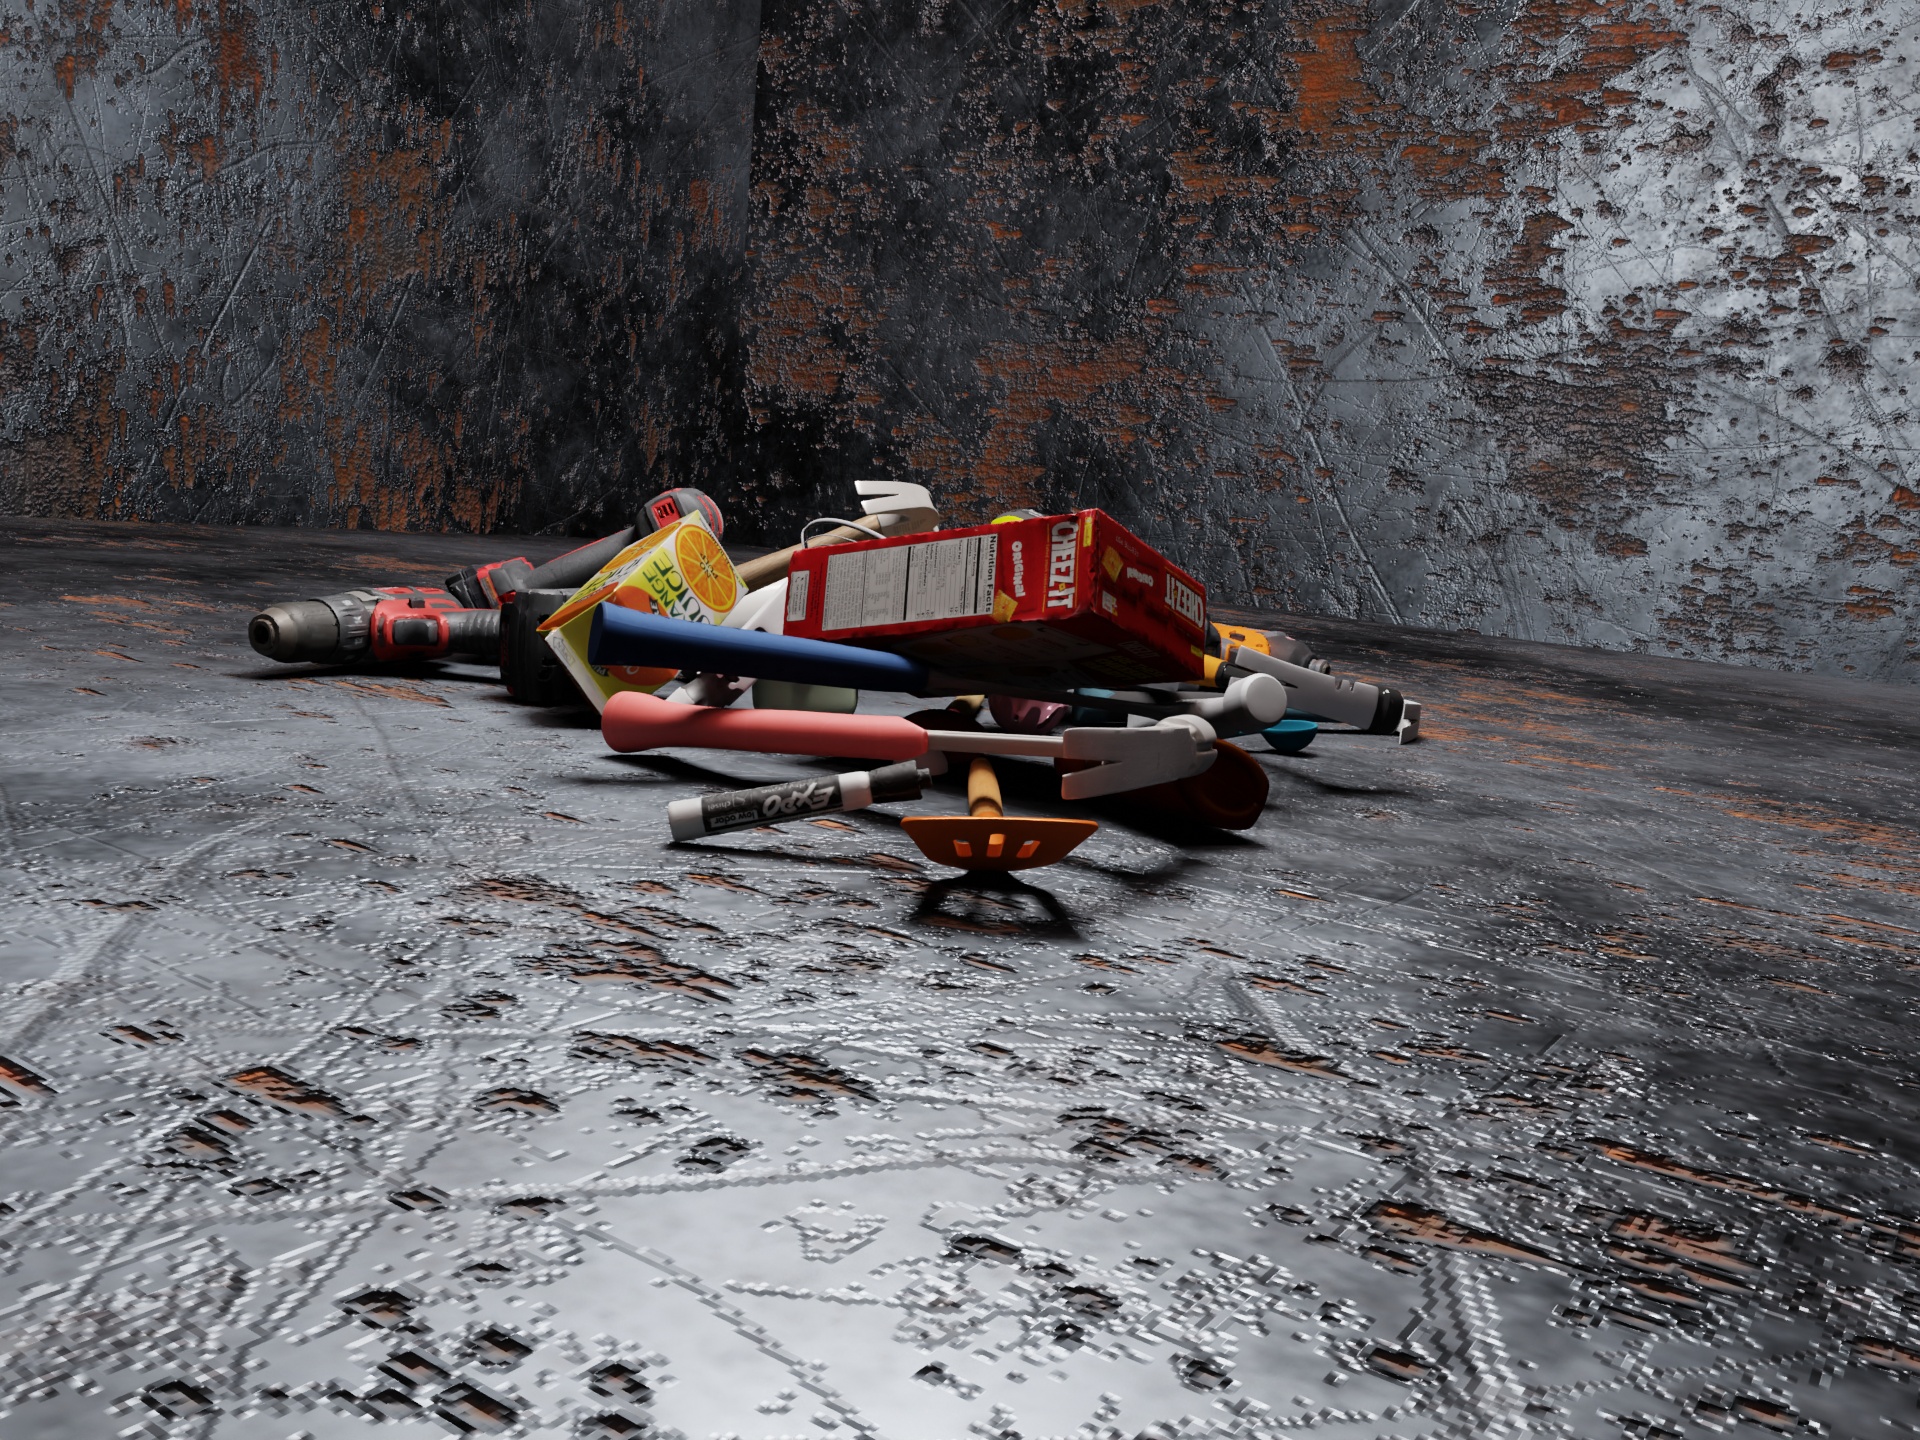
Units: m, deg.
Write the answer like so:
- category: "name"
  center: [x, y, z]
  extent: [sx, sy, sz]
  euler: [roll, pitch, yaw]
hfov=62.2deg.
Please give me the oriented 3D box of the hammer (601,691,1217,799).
- category: "hammer"
  center: [-0.056, 0.009, 0.836]
  extent: [0.359, 0.037, 0.149]
  euler: [3, 4, 32]

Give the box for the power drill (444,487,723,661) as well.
- category: "power drill"
  center: [-0.302, -0.130, 1.327]
  extent: [0.219, 0.078, 0.143]
  euler: [-24, 8, 3]

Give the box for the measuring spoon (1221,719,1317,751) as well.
- category: "measuring spoon"
  center: [0.205, 0.018, 1.179]
  extent: [0.128, 0.021, 0.042]
  euler: [-7, 11, -16]

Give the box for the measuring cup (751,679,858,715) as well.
- category: "measuring cup"
  center: [-0.065, -0.015, 1.123]
  extent: [0.167, 0.038, 0.083]
  euler: [4, 8, -3]

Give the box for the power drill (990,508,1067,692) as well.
- category: "power drill"
  center: [0.037, -0.095, 1.204]
  extent: [0.171, 0.080, 0.223]
  euler: [27, 24, 15]

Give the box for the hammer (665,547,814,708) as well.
- category: "hammer"
  center: [-0.166, -0.053, 1.153]
  extent: [0.035, 0.146, 0.335]
  euler: [46, -9, -12]

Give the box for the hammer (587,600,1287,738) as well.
- category: "hammer"
  center: [-0.015, -0.022, 0.944]
  extent: [0.405, 0.035, 0.144]
  euler: [7, -14, -23]

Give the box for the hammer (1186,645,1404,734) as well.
- category: "hammer"
  center: [0.178, -0.037, 1.177]
  extent: [0.127, 0.034, 0.337]
  euler: [13, 2, -21]

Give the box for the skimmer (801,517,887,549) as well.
- category: "skimmer"
  center: [0.006, -0.124, 1.389]
  extent: [0.127, 0.090, 0.363]
  euler: [10, 9, 37]

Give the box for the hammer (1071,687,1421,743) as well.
- category: "hammer"
  center: [0.236, -0.009, 1.304]
  extent: [0.331, 0.033, 0.128]
  euler: [1, 8, -25]

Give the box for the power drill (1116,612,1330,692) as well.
- category: "power drill"
  center: [0.243, -0.062, 1.528]
  extent: [0.164, 0.084, 0.226]
  euler: [12, 7, 38]

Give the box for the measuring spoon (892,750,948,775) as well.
- category: "measuring spoon"
  center: [-0.042, 0.027, 0.928]
  extent: [0.034, 0.018, 0.124]
  euler: [9, 10, 23]

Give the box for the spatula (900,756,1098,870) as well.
- category: "spatula"
  center: [0.014, 0.039, 0.798]
  extent: [0.081, 0.041, 0.323]
  euler: [1, 7, -1]

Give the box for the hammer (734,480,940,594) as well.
- category: "hammer"
  center: [-0.175, -0.125, 1.359]
  extent: [0.331, 0.031, 0.130]
  euler: [-22, -17, -3]

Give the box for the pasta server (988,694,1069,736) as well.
- category: "pasta server"
  center: [0.076, -0.049, 1.263]
  extent: [0.060, 0.040, 0.316]
  euler: [23, 24, 6]

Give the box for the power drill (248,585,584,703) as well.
- category: "power drill"
  center: [-0.374, -0.062, 1.155]
  extent: [0.227, 0.080, 0.188]
  euler: [5, 7, 22]

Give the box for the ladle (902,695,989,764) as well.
- category: "ladle"
  center: [-0.002, -0.004, 1.150]
  extent: [0.069, 0.031, 0.315]
  euler: [5, 6, 5]
